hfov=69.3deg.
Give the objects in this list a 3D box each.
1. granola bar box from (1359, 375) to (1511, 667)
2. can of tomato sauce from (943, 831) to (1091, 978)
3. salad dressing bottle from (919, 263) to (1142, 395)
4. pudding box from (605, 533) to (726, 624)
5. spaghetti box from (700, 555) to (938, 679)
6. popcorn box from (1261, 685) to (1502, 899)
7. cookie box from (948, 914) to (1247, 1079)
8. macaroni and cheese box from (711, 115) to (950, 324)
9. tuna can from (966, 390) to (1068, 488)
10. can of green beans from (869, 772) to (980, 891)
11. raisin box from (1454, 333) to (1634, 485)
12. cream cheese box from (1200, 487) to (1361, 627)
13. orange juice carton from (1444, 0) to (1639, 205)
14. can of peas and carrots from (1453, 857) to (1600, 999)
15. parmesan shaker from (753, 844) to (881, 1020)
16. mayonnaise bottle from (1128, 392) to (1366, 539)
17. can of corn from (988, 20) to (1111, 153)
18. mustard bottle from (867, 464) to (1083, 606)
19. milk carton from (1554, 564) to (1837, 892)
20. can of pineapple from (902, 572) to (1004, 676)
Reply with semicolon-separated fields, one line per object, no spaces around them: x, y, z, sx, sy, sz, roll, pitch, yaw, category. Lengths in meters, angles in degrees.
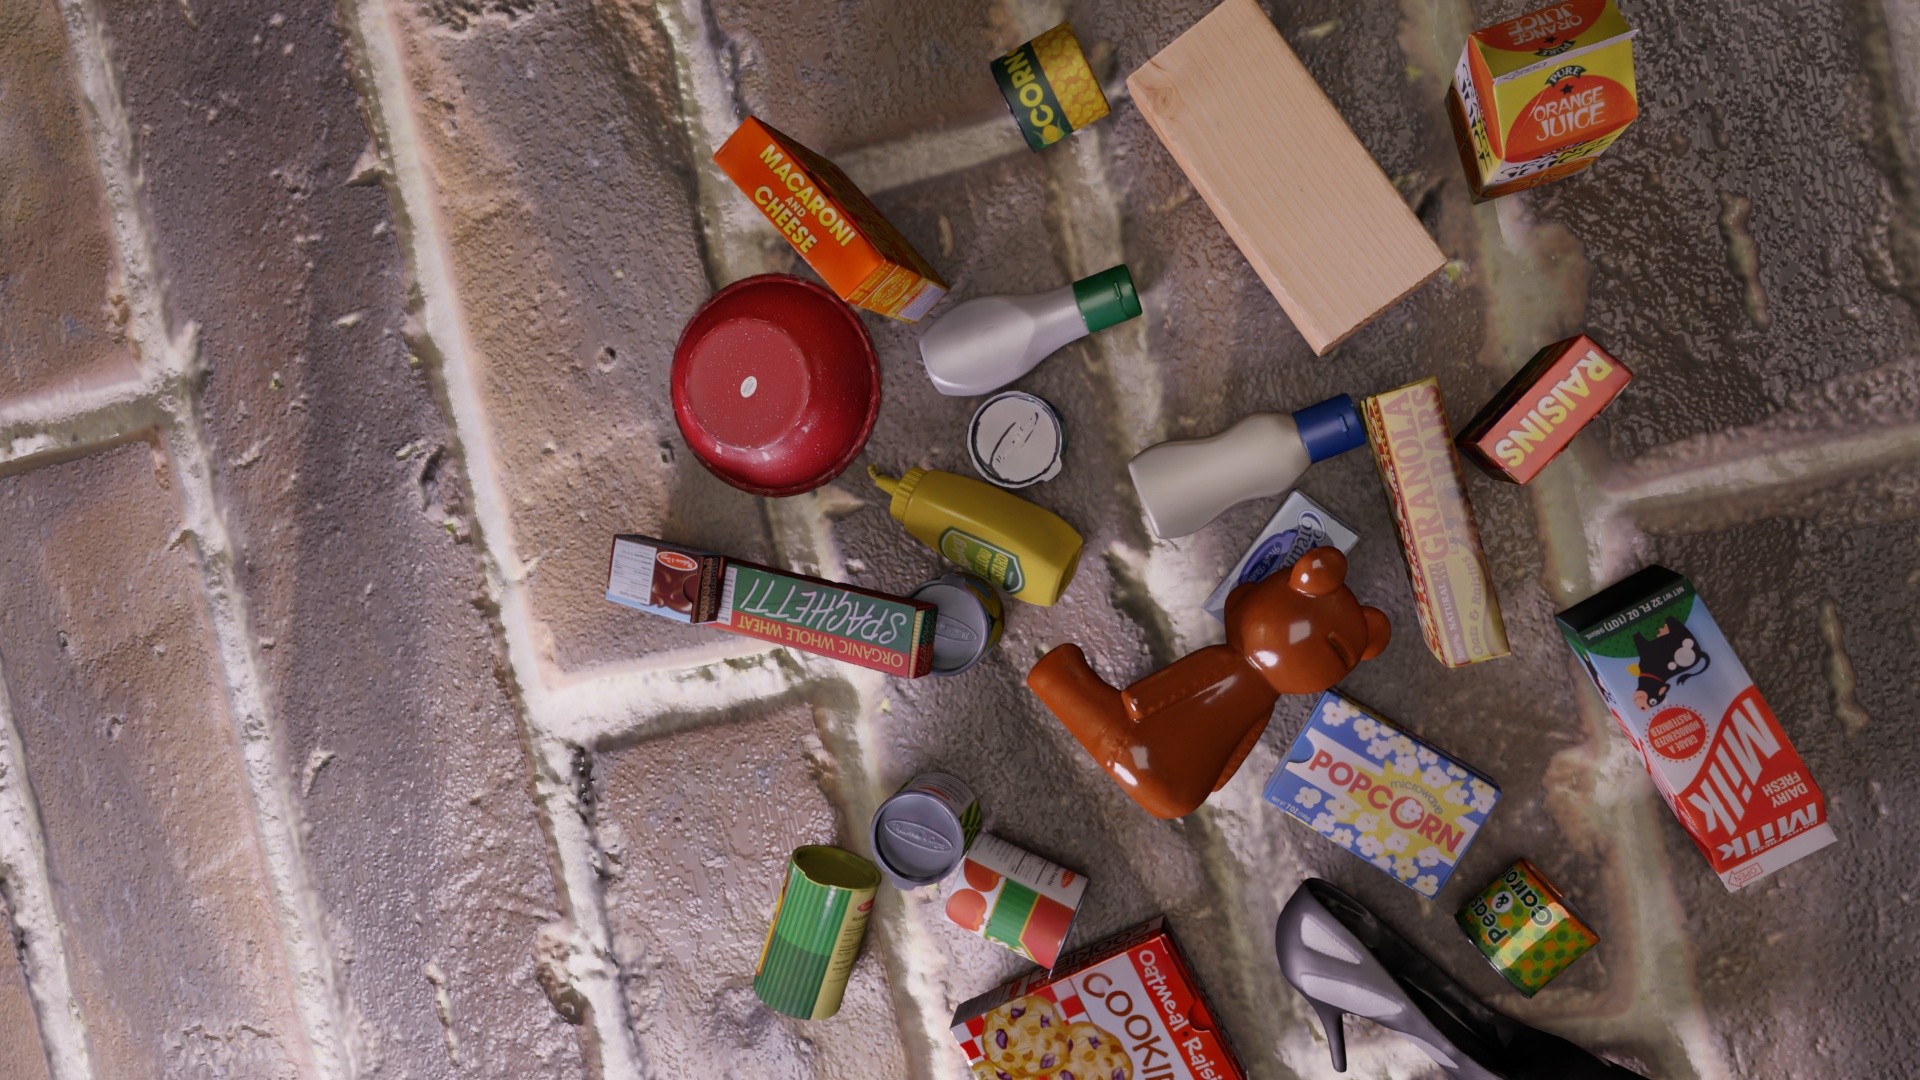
0.286;-0.013;0.849;0.039;0.124;0.165;-15;90;13;granola bar box
0.038;0.248;0.952;0.083;0.071;0.071;22;99;11;can of tomato sauce
0.048;-0.144;0.938;0.147;0.044;0.064;-19;88;12;salad dressing bottle
-0.207;0.026;0.971;0.084;0.030;0.049;12;96;29;pudding box
-0.128;0.045;0.962;0.250;0.029;0.050;11;98;29;spaghetti box
0.274;0.163;0.907;0.127;0.038;0.085;31;101;9;popcorn box
0.095;0.349;0.955;0.167;0.040;0.123;-28;92;13;cookie box
-0.078;-0.203;0.898;0.040;0.167;0.124;-44;84;12;macaroni and cheese box
0.041;-0.067;0.949;0.071;0.033;0.071;1;94;13;tuna can
-0.024;0.200;0.968;0.071;0.058;0.071;1;94;13;can of green beans
0.345;-0.076;0.832;0.040;0.123;0.086;44;102;7;raisin box
0.211;0.021;0.919;0.053;0.024;0.103;38;101;6;cream cheese box
0.328;-0.251;0.789;0.072;0.193;0.073;-15;90;15;orange juice carton
0.356;0.243;0.878;0.071;0.071;0.058;46;101;6;can of peas and carrots
-0.104;0.278;0.984;0.071;0.071;0.103;19;98;11;parmesan shaker
0.189;-0.053;0.912;0.148;0.041;0.064;-21;90;12;mayonnaise bottle
0.059;-0.297;0.910;0.058;0.071;0.071;-25;88;13;can of corn
0.003;-0.012;0.946;0.160;0.065;0.049;26;56;14;mustard bottle
0.450;0.116;0.846;0.072;0.073;0.190;-32;87;13;milk carton
-0.006;0.055;0.954;0.071;0.058;0.071;1;94;13;can of pineapple
